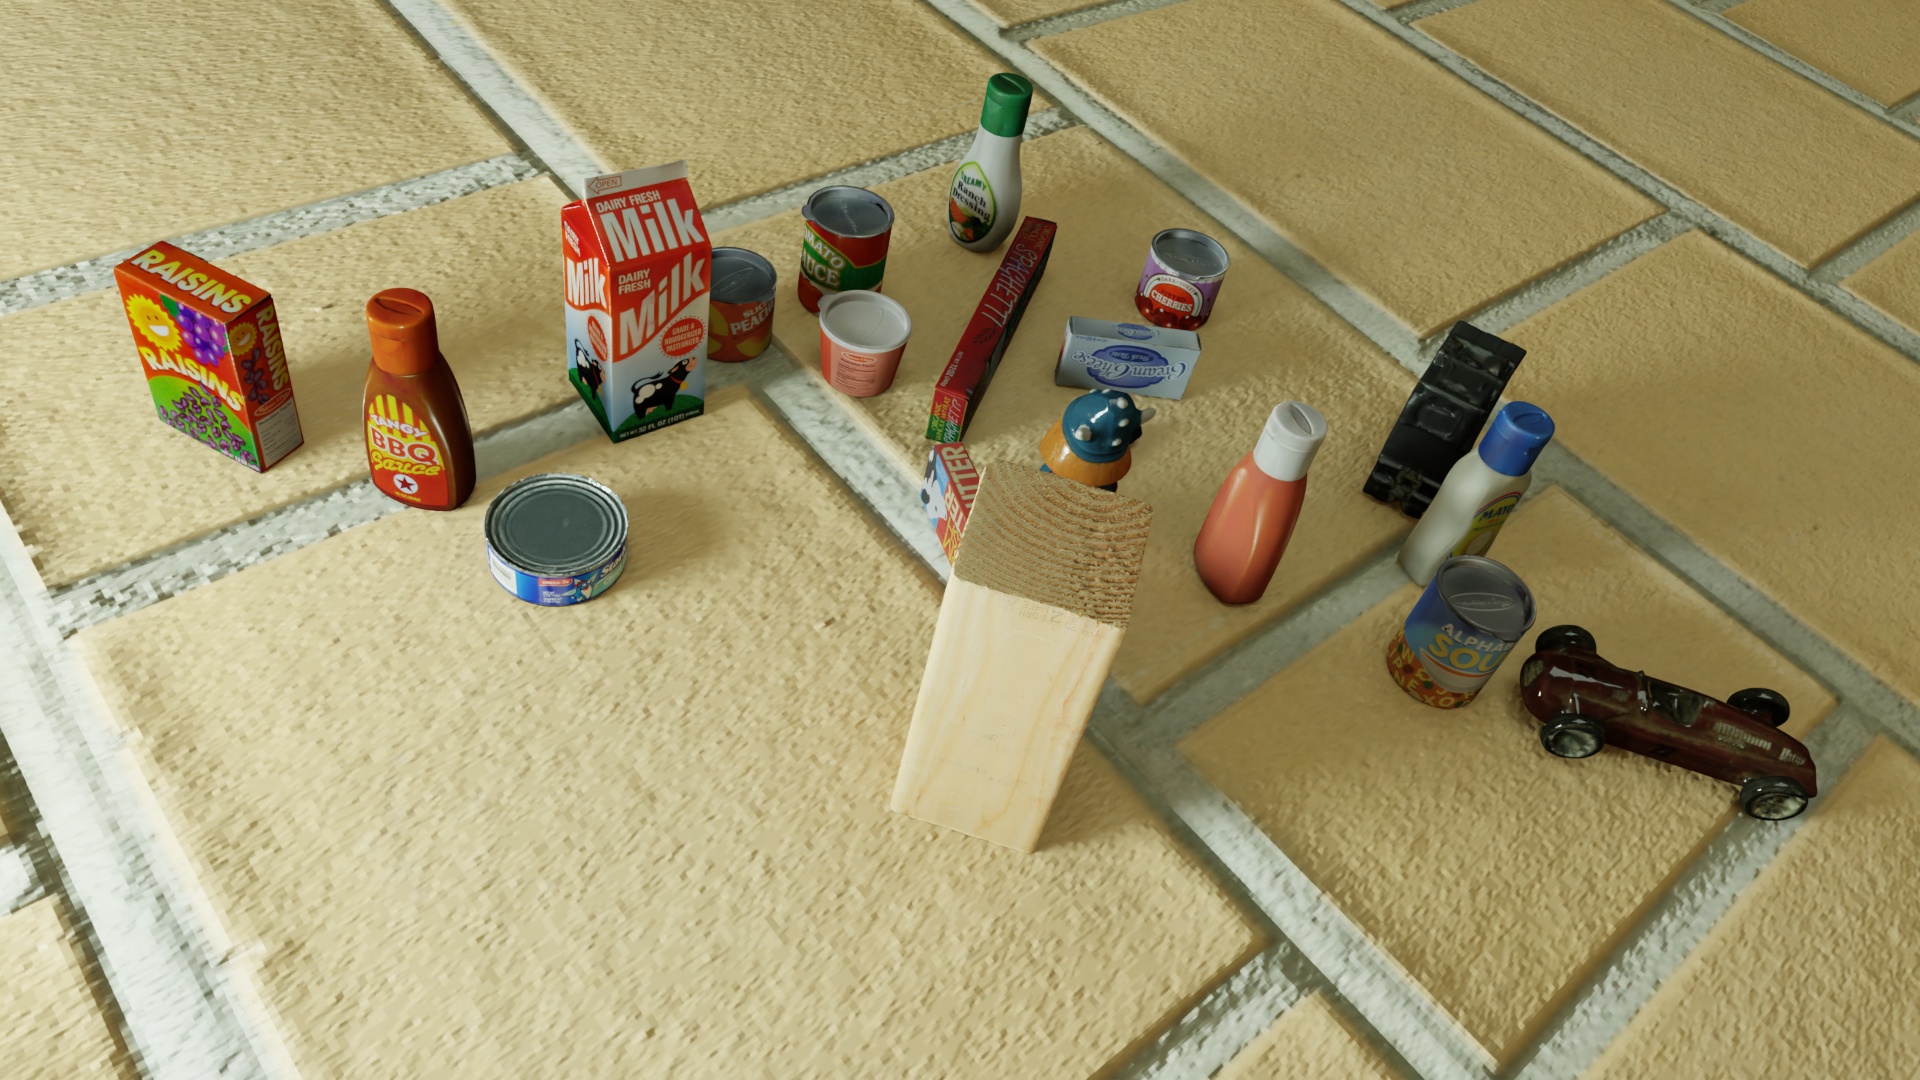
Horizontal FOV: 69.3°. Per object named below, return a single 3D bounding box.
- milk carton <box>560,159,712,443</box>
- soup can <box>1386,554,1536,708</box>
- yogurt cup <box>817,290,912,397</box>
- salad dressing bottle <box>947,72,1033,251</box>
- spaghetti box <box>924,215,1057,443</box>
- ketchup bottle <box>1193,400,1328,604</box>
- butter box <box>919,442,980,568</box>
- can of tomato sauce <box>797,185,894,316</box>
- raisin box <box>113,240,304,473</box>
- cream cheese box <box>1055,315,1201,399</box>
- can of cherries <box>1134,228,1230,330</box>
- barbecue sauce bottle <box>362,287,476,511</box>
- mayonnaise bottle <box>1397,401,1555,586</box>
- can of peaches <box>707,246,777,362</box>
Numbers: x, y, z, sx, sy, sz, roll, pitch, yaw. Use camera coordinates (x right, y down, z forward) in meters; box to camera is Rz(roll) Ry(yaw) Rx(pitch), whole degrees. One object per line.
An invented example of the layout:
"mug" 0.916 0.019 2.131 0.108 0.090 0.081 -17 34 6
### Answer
"milk carton" -0.213 -0.163 0.913 0.072 0.189 0.073 -22 56 -30
"soup can" 0.328 0.063 0.912 0.071 0.083 0.072 7 47 -8
"yogurt cup" -0.073 -0.143 1.024 0.072 0.053 0.073 7 47 -8
"salad dressing bottle" 0.026 -0.309 1.139 0.044 0.146 0.064 -30 61 -34
"spaghetti box" 0.027 -0.168 1.075 0.029 0.049 0.251 20 46 5
"ketchup bottle" 0.198 -0.026 0.917 0.043 0.148 0.065 -5 49 -18
"butter box" 0.003 -0.012 0.921 0.024 0.052 0.104 -8 50 -21
"can of tomato sauce" -0.091 -0.220 1.071 0.071 0.082 0.071 7 47 -8
"raisin box" -0.457 -0.111 0.851 0.086 0.122 0.040 26 47 11
"cream cheese box" 0.128 -0.140 1.072 0.104 0.053 0.024 6 47 -9
"can of cherries" 0.182 -0.215 1.151 0.071 0.058 0.072 7 47 -8
"barbecue sauce bottle" -0.331 -0.084 0.840 0.065 0.147 0.044 17 46 2
"mayonnaise bottle" 0.360 -0.031 0.962 0.065 0.147 0.041 -14 53 -25
"can of peaches" -0.169 -0.173 1.025 0.071 0.057 0.071 7 47 -8
